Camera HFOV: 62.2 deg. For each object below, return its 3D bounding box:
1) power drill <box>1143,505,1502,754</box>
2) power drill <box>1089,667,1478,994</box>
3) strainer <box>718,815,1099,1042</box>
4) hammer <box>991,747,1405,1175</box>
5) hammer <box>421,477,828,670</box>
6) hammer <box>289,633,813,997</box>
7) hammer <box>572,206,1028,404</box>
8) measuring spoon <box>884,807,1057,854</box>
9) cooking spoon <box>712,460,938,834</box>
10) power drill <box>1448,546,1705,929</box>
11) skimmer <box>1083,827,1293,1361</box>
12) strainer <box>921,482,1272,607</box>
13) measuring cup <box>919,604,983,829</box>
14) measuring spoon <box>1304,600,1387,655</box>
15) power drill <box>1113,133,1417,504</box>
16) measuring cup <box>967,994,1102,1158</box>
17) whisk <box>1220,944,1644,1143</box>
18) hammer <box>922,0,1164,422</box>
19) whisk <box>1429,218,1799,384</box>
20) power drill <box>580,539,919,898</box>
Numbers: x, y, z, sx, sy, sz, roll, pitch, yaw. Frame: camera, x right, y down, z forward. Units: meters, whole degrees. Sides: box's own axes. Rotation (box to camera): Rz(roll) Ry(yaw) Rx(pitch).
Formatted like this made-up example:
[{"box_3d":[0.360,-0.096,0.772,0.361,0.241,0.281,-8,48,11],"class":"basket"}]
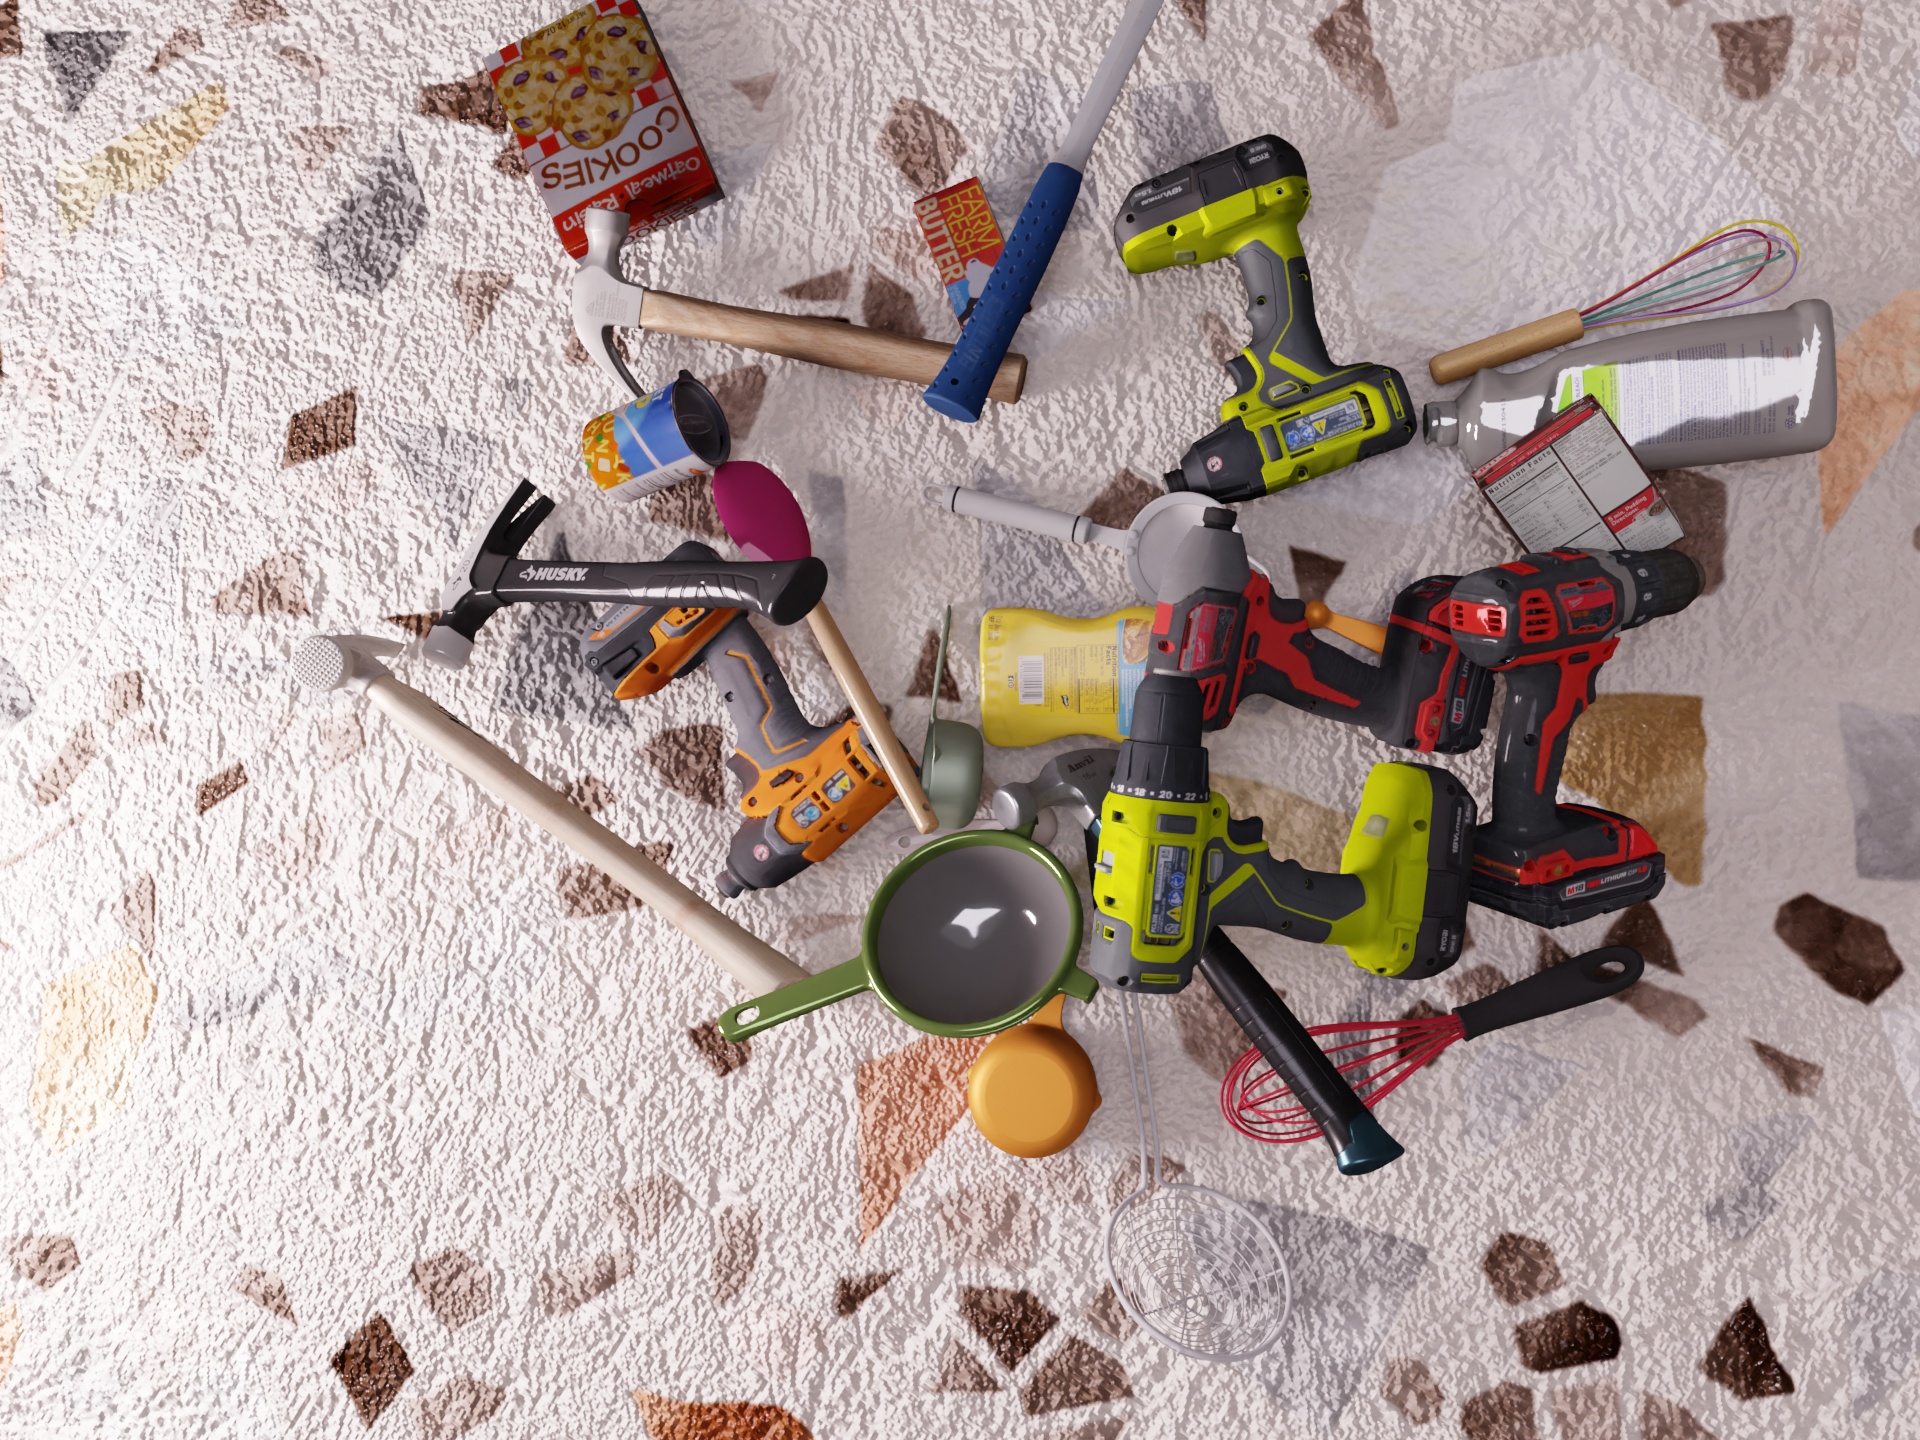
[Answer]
[{"box_3d":[0.231,-0.055,1.028,0.219,0.078,0.143,7,99,-10],"class":"power drill"},{"box_3d":[0.194,0.071,0.974,0.228,0.080,0.190,5,93,-16],"class":"power drill"},{"box_3d":[-0.035,0.173,1.075,0.256,0.069,0.152,-22,53,3],"class":"strainer"},{"box_3d":[0.163,0.151,1.026,0.128,0.033,0.331,-24,66,-33],"class":"hammer"},{"box_3d":[-0.224,-0.097,1.067,0.335,0.035,0.146,4,64,36],"class":"hammer"},{"box_3d":[-0.274,0.071,1.122,0.410,0.146,0.038,37,92,-1],"class":"hammer"},{"box_3d":[-0.117,-0.272,1.141,0.331,0.031,0.130,12,105,4],"class":"hammer"},{"box_3d":[0.006,0.079,1.117,0.124,0.018,0.034,-8,85,7],"class":"measuring spoon"},{"box_3d":[-0.090,-0.059,1.092,0.017,0.068,0.319,-51,60,44],"class":"cooking spoon"},{"box_3d":[0.394,0.001,1.003,0.188,0.080,0.226,-11,104,-26],"class":"power drill"},{"box_3d":[0.134,0.230,1.054,0.127,0.090,0.363,-5,81,-25],"class":"skimmer"},{"box_3d":[0.094,-0.133,1.111,0.258,0.050,0.087,16,108,14],"class":"strainer"},{"box_3d":[-0.002,-0.004,1.103,0.038,0.083,0.168,8,67,-6],"class":"measuring cup"},{"box_3d":[0.291,-0.056,1.093,0.117,0.011,0.021,22,89,8],"class":"measuring spoon"},{"box_3d":[0.193,-0.266,1.090,0.171,0.080,0.223,-19,86,7],"class":"power drill"},{"box_3d":[0.057,0.212,1.083,0.095,0.052,0.173,11,89,8],"class":"measuring cup"},{"box_3d":[0.312,0.209,1.050,0.296,0.073,0.073,-20,84,-1],"class":"whisk"},{"box_3d":[0.084,-0.393,1.113,0.144,0.035,0.405,24,83,9],"class":"hammer"},{"box_3d":[0.439,-0.280,1.076,0.245,0.051,0.047,-18,118,11],"class":"whisk"},{"box_3d":[-0.160,0.005,1.115,0.164,0.084,0.226,-42,86,4],"class":"power drill"}]
